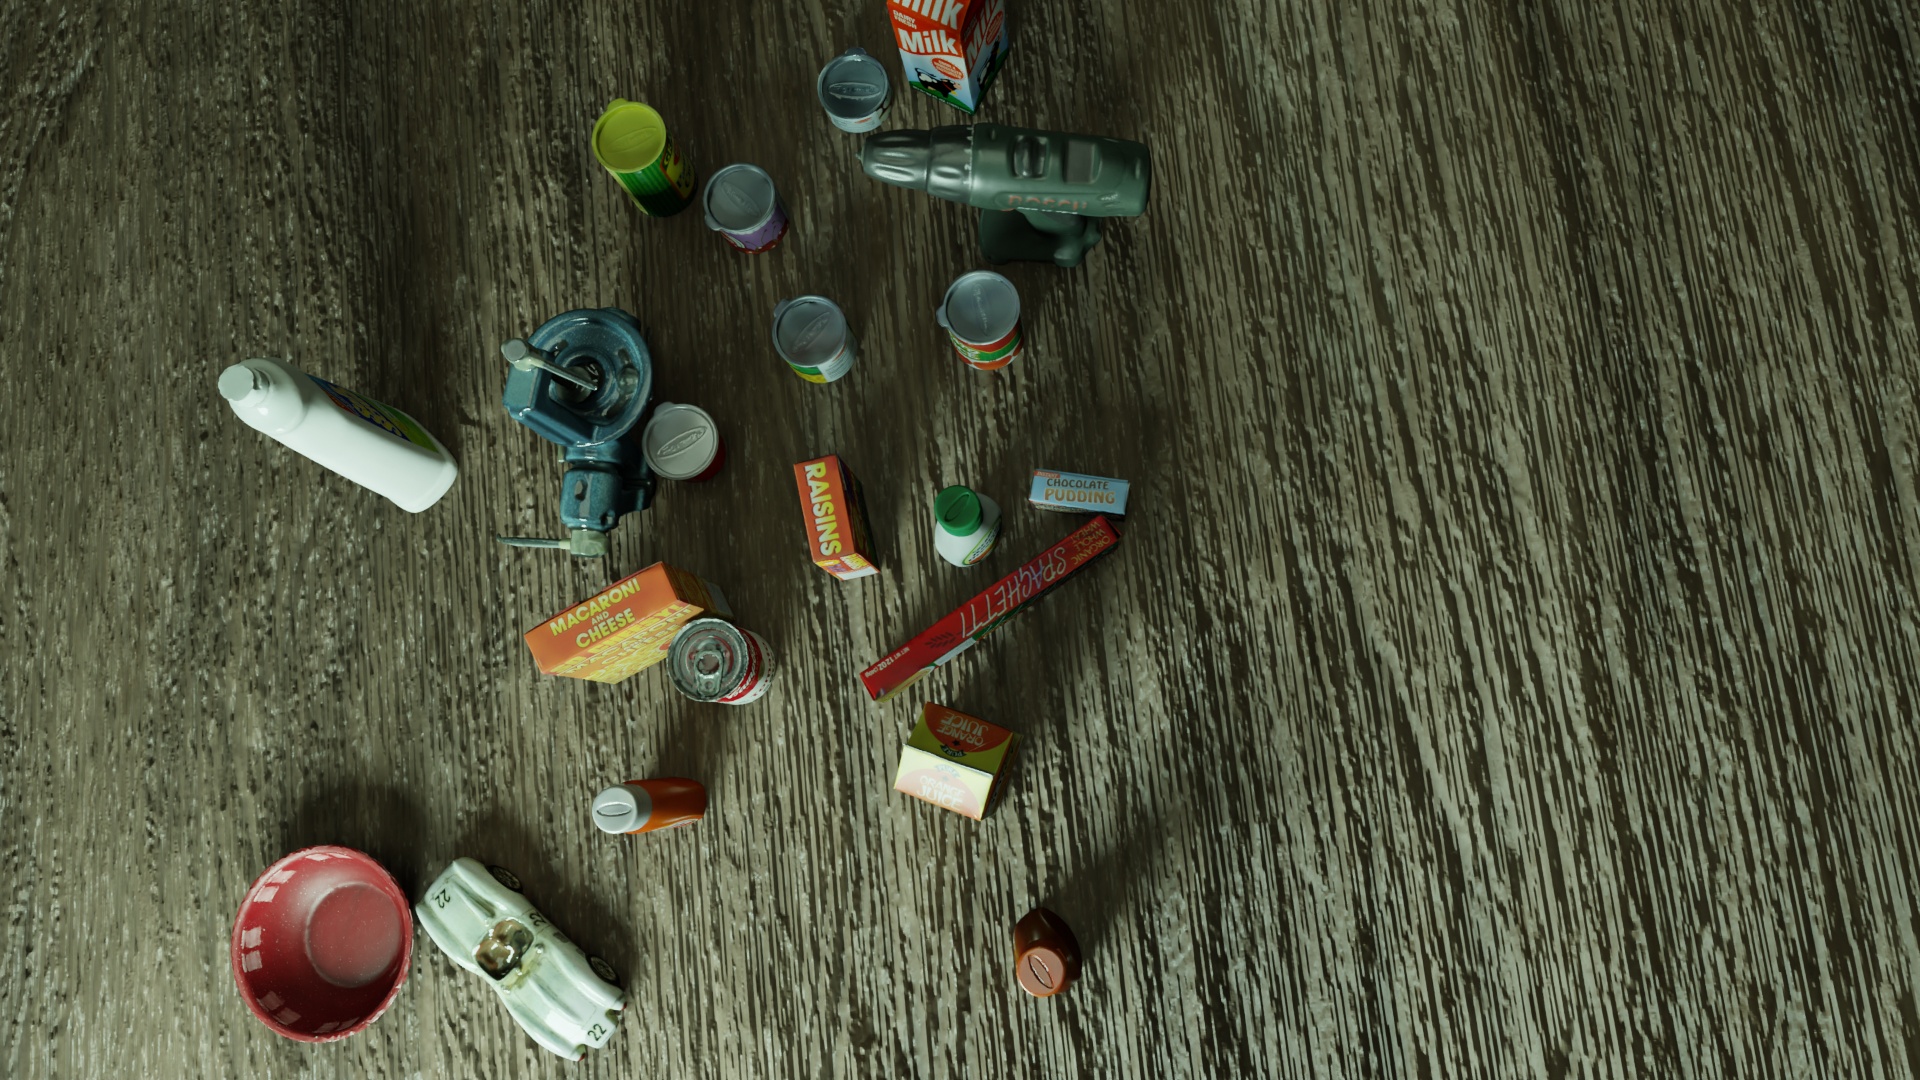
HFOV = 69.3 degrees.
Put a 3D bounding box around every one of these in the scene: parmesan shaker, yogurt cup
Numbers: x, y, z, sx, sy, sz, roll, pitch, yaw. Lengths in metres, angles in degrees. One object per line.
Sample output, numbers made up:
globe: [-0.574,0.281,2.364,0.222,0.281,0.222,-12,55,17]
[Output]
parmesan shaker: [-0.283,-0.344,1.254,0.071,0.103,0.071,-1,81,6]
yogurt cup: [-0.241,-0.082,1.230,0.072,0.054,0.072,-1,81,6]

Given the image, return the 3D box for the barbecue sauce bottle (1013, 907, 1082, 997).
barbecue sauce bottle: [0.067,0.325,1.082,0.044,0.148,0.065,-35,79,0]

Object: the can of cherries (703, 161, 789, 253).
can of cherries: [-0.196,-0.299,1.260,0.071,0.058,0.071,-1,81,6]

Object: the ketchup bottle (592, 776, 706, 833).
ketchup bottle: [-0.257,0.216,1.133,0.065,0.148,0.043,-6,81,5]

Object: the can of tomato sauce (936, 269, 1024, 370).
can of tomato sauce: [0.019,-0.189,1.207,0.071,0.083,0.071,-1,81,6]

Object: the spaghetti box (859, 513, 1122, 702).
spaghetti box: [0.027,0.058,1.181,0.250,0.050,0.029,-34,79,-1]

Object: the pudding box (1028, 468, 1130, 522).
pudding box: [0.103,-0.039,1.190,0.084,0.049,0.030,8,82,7]

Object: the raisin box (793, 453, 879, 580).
raisin box: [-0.102,-0.017,1.170,0.040,0.123,0.086,-13,80,4]

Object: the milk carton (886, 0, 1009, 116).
milk carton: [-0.010,-0.452,1.200,0.072,0.190,0.073,27,85,9]

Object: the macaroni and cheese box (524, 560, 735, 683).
macaroni and cheese box: [-0.269,0.070,1.150,0.124,0.166,0.040,-28,79,1]

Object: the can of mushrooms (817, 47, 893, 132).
can of mushrooms: [-0.096,-0.415,1.282,0.071,0.033,0.071,-1,80,6]

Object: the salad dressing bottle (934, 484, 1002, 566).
salad dressing bottle: [0.004,-0.014,1.146,0.044,0.147,0.064,40,87,10]

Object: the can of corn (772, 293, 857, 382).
can of corn: [-0.130,-0.180,1.233,0.071,0.058,0.071,-1,81,6]

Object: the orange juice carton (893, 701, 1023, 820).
orange juice carton: [0.000,0.173,1.092,0.072,0.192,0.073,20,84,9]
